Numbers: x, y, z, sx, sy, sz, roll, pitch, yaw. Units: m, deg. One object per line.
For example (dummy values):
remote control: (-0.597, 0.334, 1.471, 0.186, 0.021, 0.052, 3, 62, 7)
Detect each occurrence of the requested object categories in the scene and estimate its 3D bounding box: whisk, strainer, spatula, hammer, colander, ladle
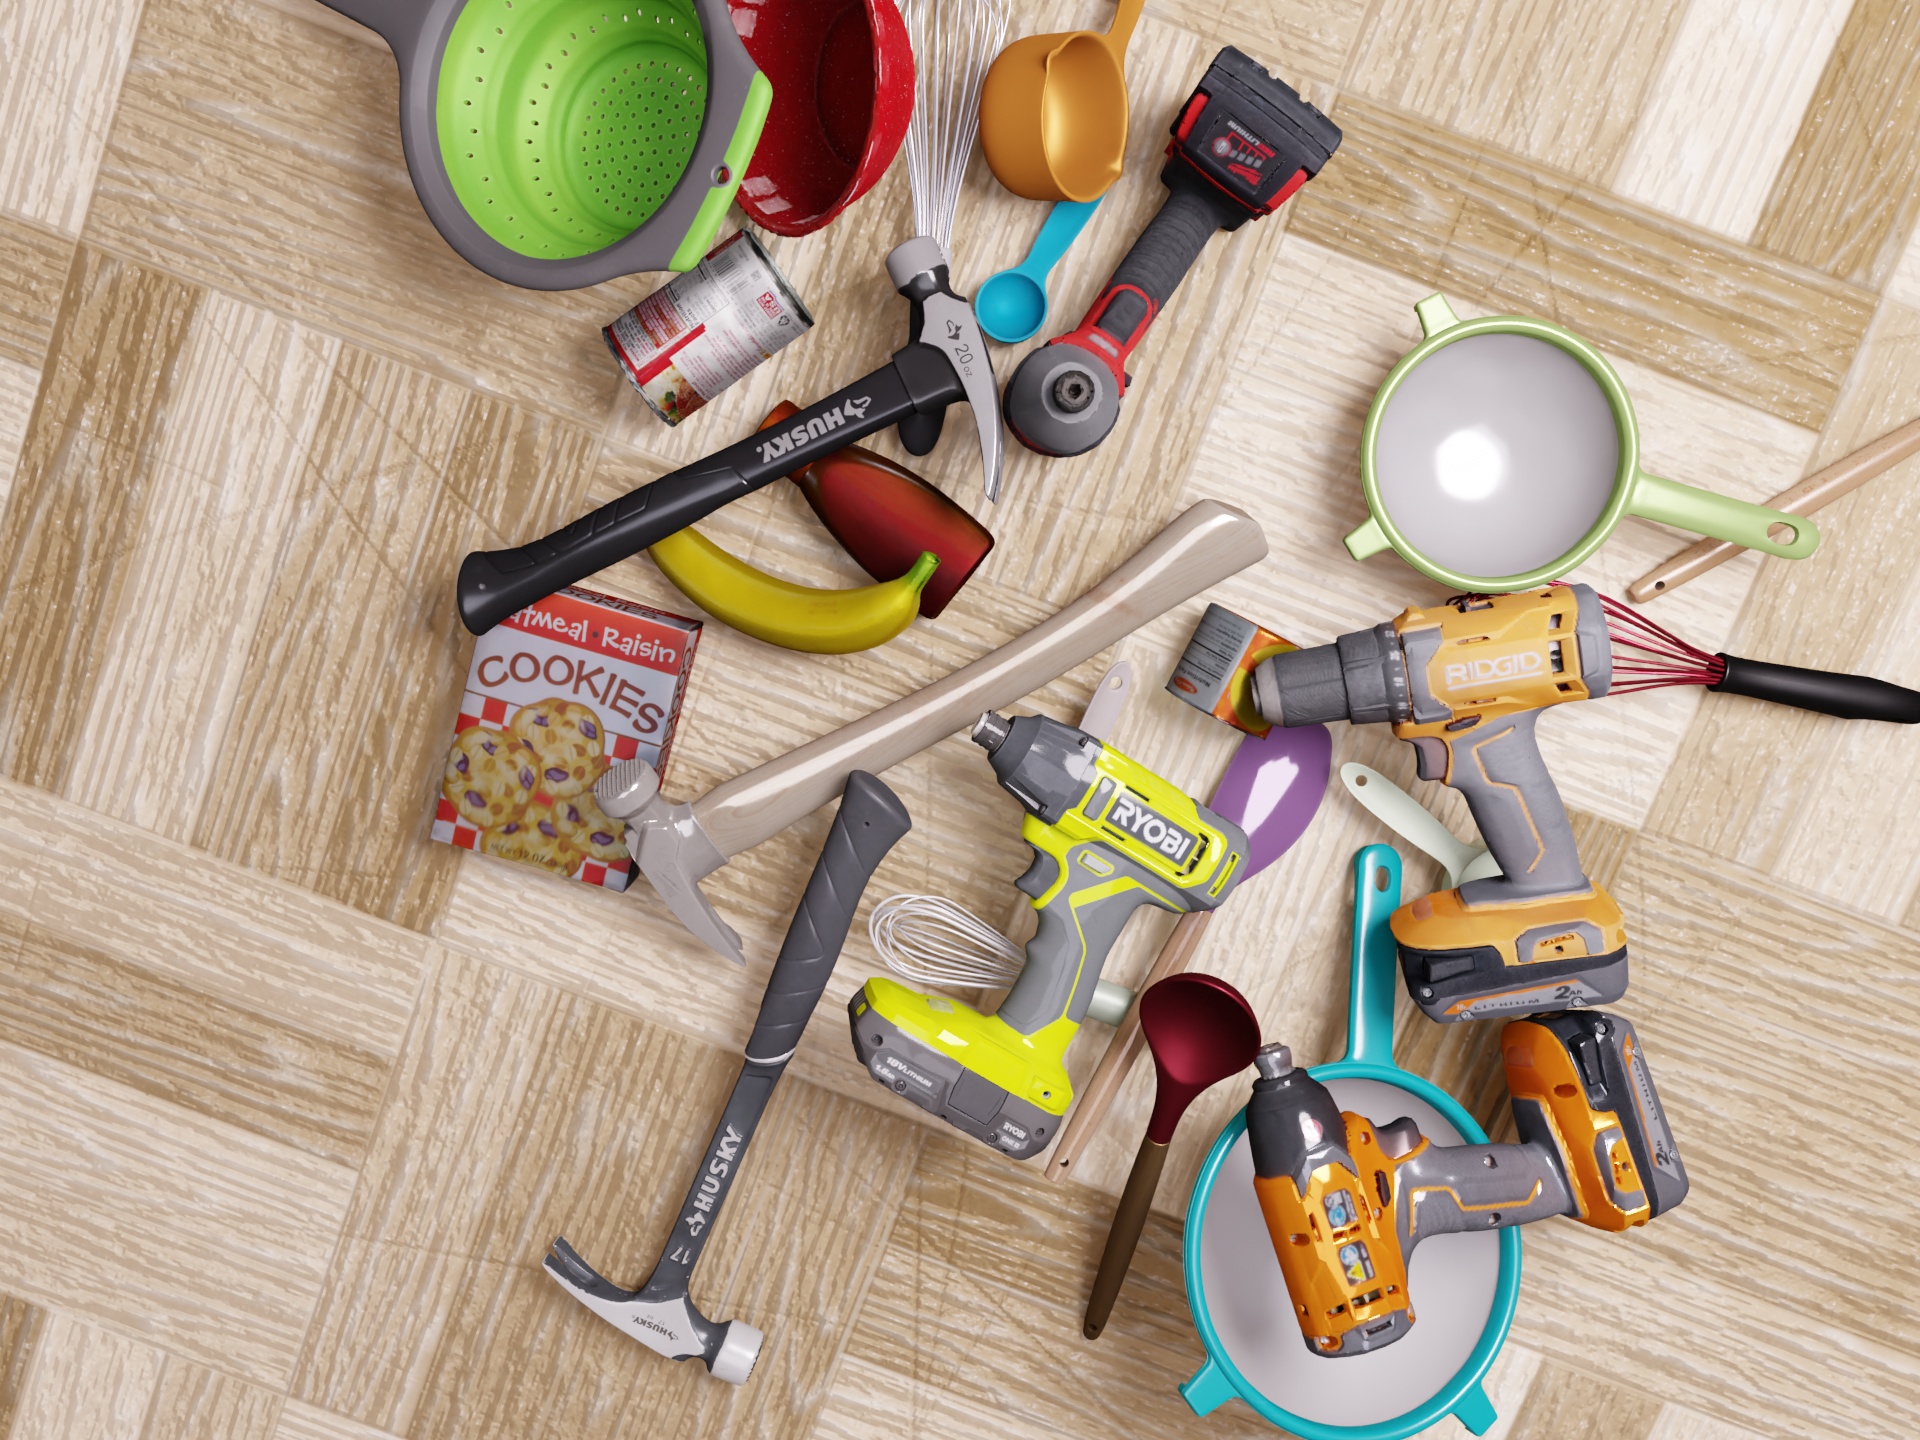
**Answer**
whisk: (0.417, -0.031, 0.916, 0.296, 0.073, 0.073, 10, 99, -4)
strainer: (0.346, -0.134, 0.897, 0.256, 0.069, 0.151, 16, 96, 0)
whisk: (0.061, 0.161, 0.968, 0.246, 0.059, 0.057, 20, 135, -4)
spatula: (0.527, -0.152, 0.900, 0.317, 0.044, 0.082, -31, 99, 8)
hammer: (-0.001, -0.003, 0.938, 0.410, 0.038, 0.146, -29, 119, 2)
hammer: (-0.127, 0.214, 0.963, 0.149, 0.036, 0.409, 23, 105, -1)
colander: (-0.261, -0.371, 0.890, 0.397, 0.094, 0.204, 31, 103, 16)
whisk: (-0.013, -0.292, 0.899, 0.070, 0.070, 0.284, 5, 104, 2)
spatula: (0.133, 0.135, 0.946, 0.060, 0.018, 0.316, 30, 87, 1)
hammer: (-0.133, -0.129, 0.886, 0.335, 0.035, 0.146, -25, 85, 9)
strainer: (0.223, 0.246, 0.957, 0.211, 0.095, 0.340, 10, 78, -13)
ladle: (0.111, 0.262, 0.932, 0.069, 0.031, 0.315, 22, 124, 15)

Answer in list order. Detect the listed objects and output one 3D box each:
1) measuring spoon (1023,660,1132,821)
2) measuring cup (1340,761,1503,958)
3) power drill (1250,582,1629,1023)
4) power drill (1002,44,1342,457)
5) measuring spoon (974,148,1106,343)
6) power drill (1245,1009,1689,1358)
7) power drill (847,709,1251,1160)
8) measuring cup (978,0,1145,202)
measuring spoon: (0.071, 0.017, 0.949, 0.034, 0.018, 0.124, 17, 109, -22)
measuring cup: (0.290, 0.077, 0.948, 0.167, 0.038, 0.083, 39, 98, -1)
power drill: (0.266, 0.047, 0.874, 0.185, 0.084, 0.226, -9, 104, 11)
power drill: (0.102, -0.239, 0.857, 0.078, 0.143, 0.219, 35, 96, -5)
measuring spoon: (0.053, -0.273, 0.920, 0.042, 0.021, 0.128, 33, 89, 4)
power drill: (0.269, 0.233, 0.881, 0.226, 0.084, 0.164, -17, 84, -13)
power drill: (0.037, 0.116, 0.902, 0.171, 0.080, 0.223, 32, 89, -10)
measuring cup: (0.063, -0.368, 0.882, 0.052, 0.095, 0.174, 11, 74, 34)
